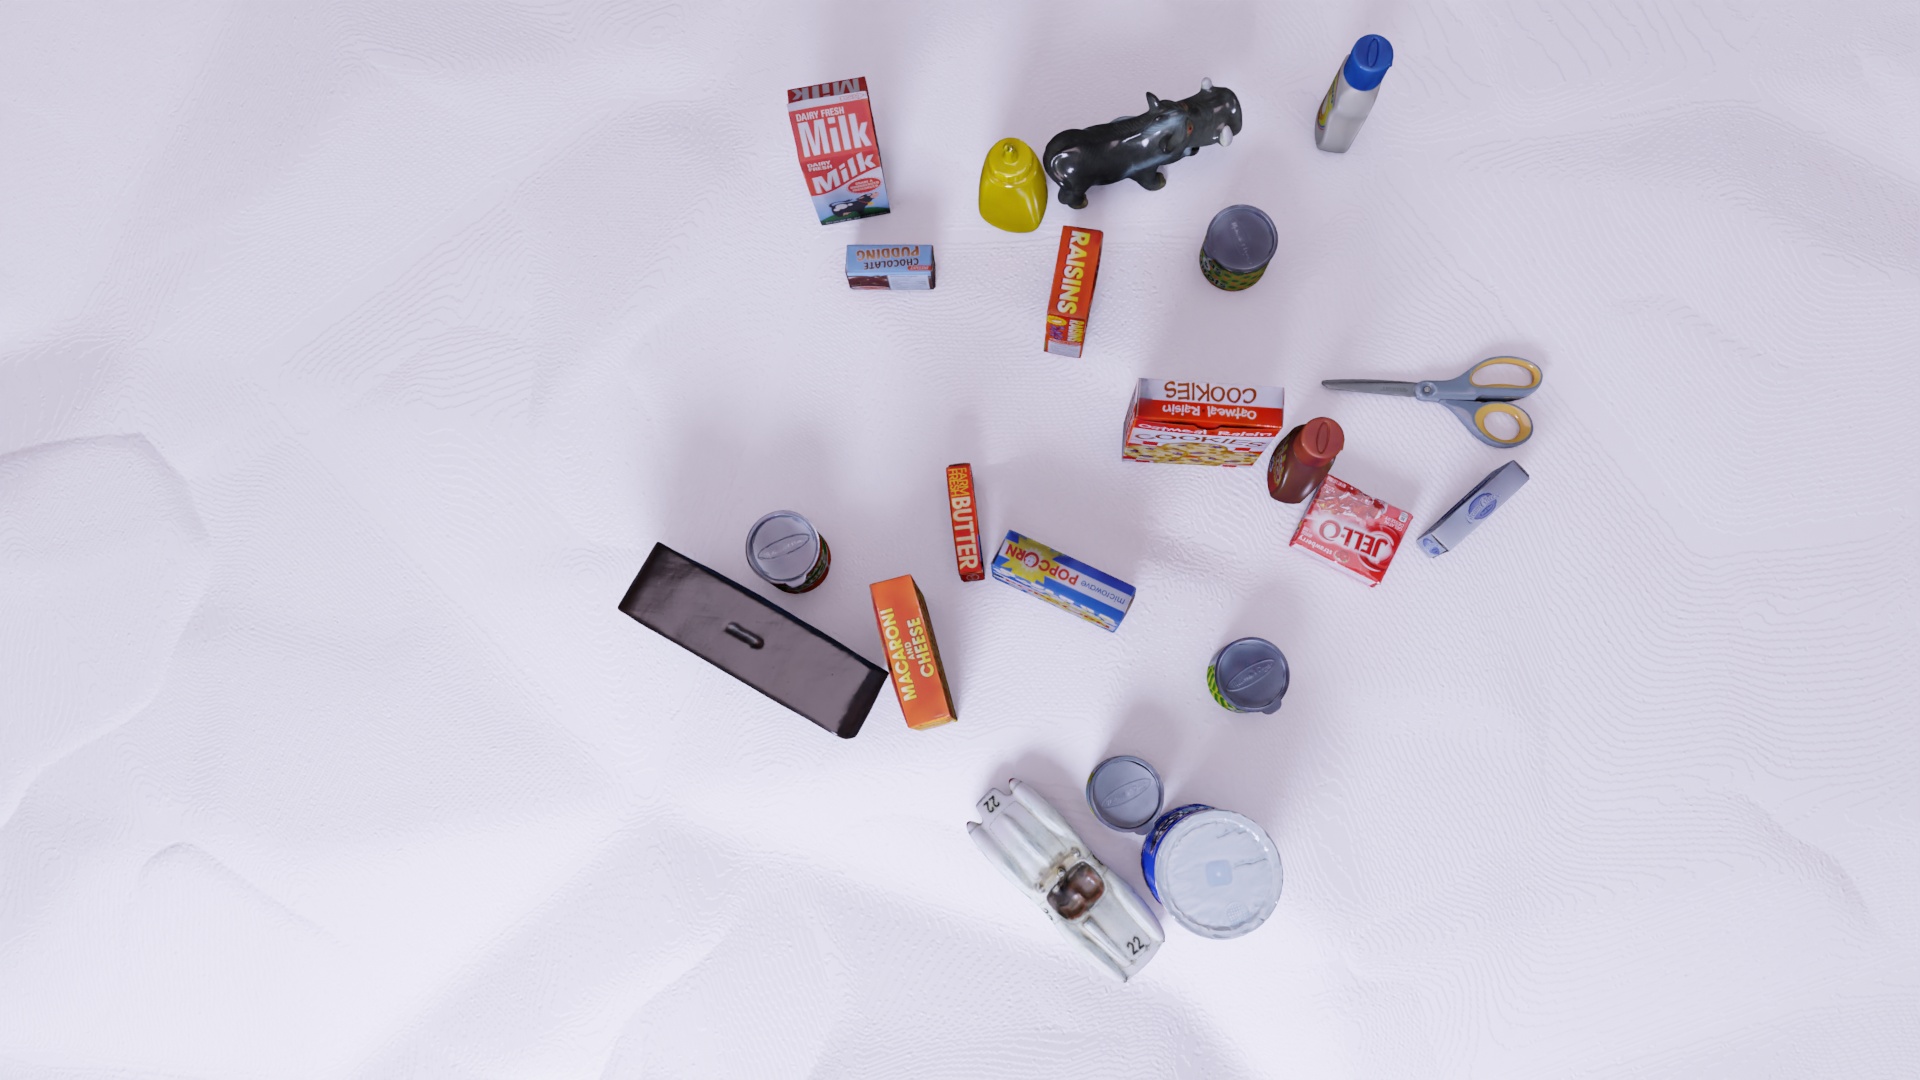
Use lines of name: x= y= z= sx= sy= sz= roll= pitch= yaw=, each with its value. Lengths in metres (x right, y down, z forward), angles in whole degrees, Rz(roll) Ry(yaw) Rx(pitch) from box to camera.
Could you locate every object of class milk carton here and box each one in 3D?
milk carton: x=-0.111 y=-0.362 z=1.272 sx=0.072 sy=0.190 sz=0.073 roll=-10 pitch=81 yaw=1

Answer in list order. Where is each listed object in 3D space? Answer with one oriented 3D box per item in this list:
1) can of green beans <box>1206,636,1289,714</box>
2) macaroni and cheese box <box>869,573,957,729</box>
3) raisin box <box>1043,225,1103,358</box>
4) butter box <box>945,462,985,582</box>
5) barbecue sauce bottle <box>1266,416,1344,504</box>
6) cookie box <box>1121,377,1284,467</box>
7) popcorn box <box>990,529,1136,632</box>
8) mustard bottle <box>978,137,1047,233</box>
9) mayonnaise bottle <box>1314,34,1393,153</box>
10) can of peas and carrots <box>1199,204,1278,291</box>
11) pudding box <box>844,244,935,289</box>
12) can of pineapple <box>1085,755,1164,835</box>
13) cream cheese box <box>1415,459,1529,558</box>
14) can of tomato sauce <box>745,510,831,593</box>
can of green beans: x=0.257 y=0.122 z=1.245 sx=0.071 sy=0.057 sz=0.071 roll=0 pitch=81 yaw=2
macaroni and cheese box: x=-0.039 y=0.102 z=1.205 sx=0.040 sy=0.166 sz=0.124 roll=-16 pitch=81 yaw=0
raisin box: x=0.103 y=-0.226 z=1.275 sx=0.040 sy=0.123 sz=0.086 roll=11 pitch=82 yaw=4
butter box: x=0.005 y=-0.016 z=1.280 sx=0.024 sy=0.053 sz=0.103 roll=-7 pitch=81 yaw=1
barbecue sauce bottle: x=0.306 y=-0.075 z=1.230 sx=0.044 sy=0.148 sz=0.065 roll=12 pitch=82 yaw=4
cookie box: x=0.210 y=-0.100 z=1.228 sx=0.123 sy=0.167 sz=0.040 roll=4 pitch=81 yaw=3
popcorn box: x=0.092 y=0.038 z=1.251 sx=0.127 sy=0.085 sz=0.038 roll=25 pitch=83 yaw=6
mustard bottle: x=0.048 y=-0.332 z=1.276 sx=0.065 sy=0.160 sz=0.049 roll=13 pitch=82 yaw=4
mayonnaise bottle: x=0.363 y=-0.415 z=1.284 sx=0.041 sy=0.148 sz=0.065 roll=11 pitch=82 yaw=4
can of peas and carrots: x=0.259 y=-0.274 z=1.310 sx=0.071 sy=0.058 sz=0.071 roll=0 pitch=81 yaw=2
pudding box: x=-0.066 y=-0.260 z=1.325 sx=0.084 sy=0.049 sz=0.030 roll=0 pitch=81 yaw=2
can of pineapple: x=0.145 y=0.226 z=1.232 sx=0.071 sy=0.058 sz=0.071 roll=0 pitch=81 yaw=2
cream cheese box: x=0.465 y=-0.027 z=1.264 sx=0.104 sy=0.053 sz=0.024 roll=-41 pitch=82 yaw=-4
can of tomato sauce: x=-0.154 y=0.014 z=1.266 sx=0.071 sy=0.083 sz=0.071 roll=0 pitch=81 yaw=2
